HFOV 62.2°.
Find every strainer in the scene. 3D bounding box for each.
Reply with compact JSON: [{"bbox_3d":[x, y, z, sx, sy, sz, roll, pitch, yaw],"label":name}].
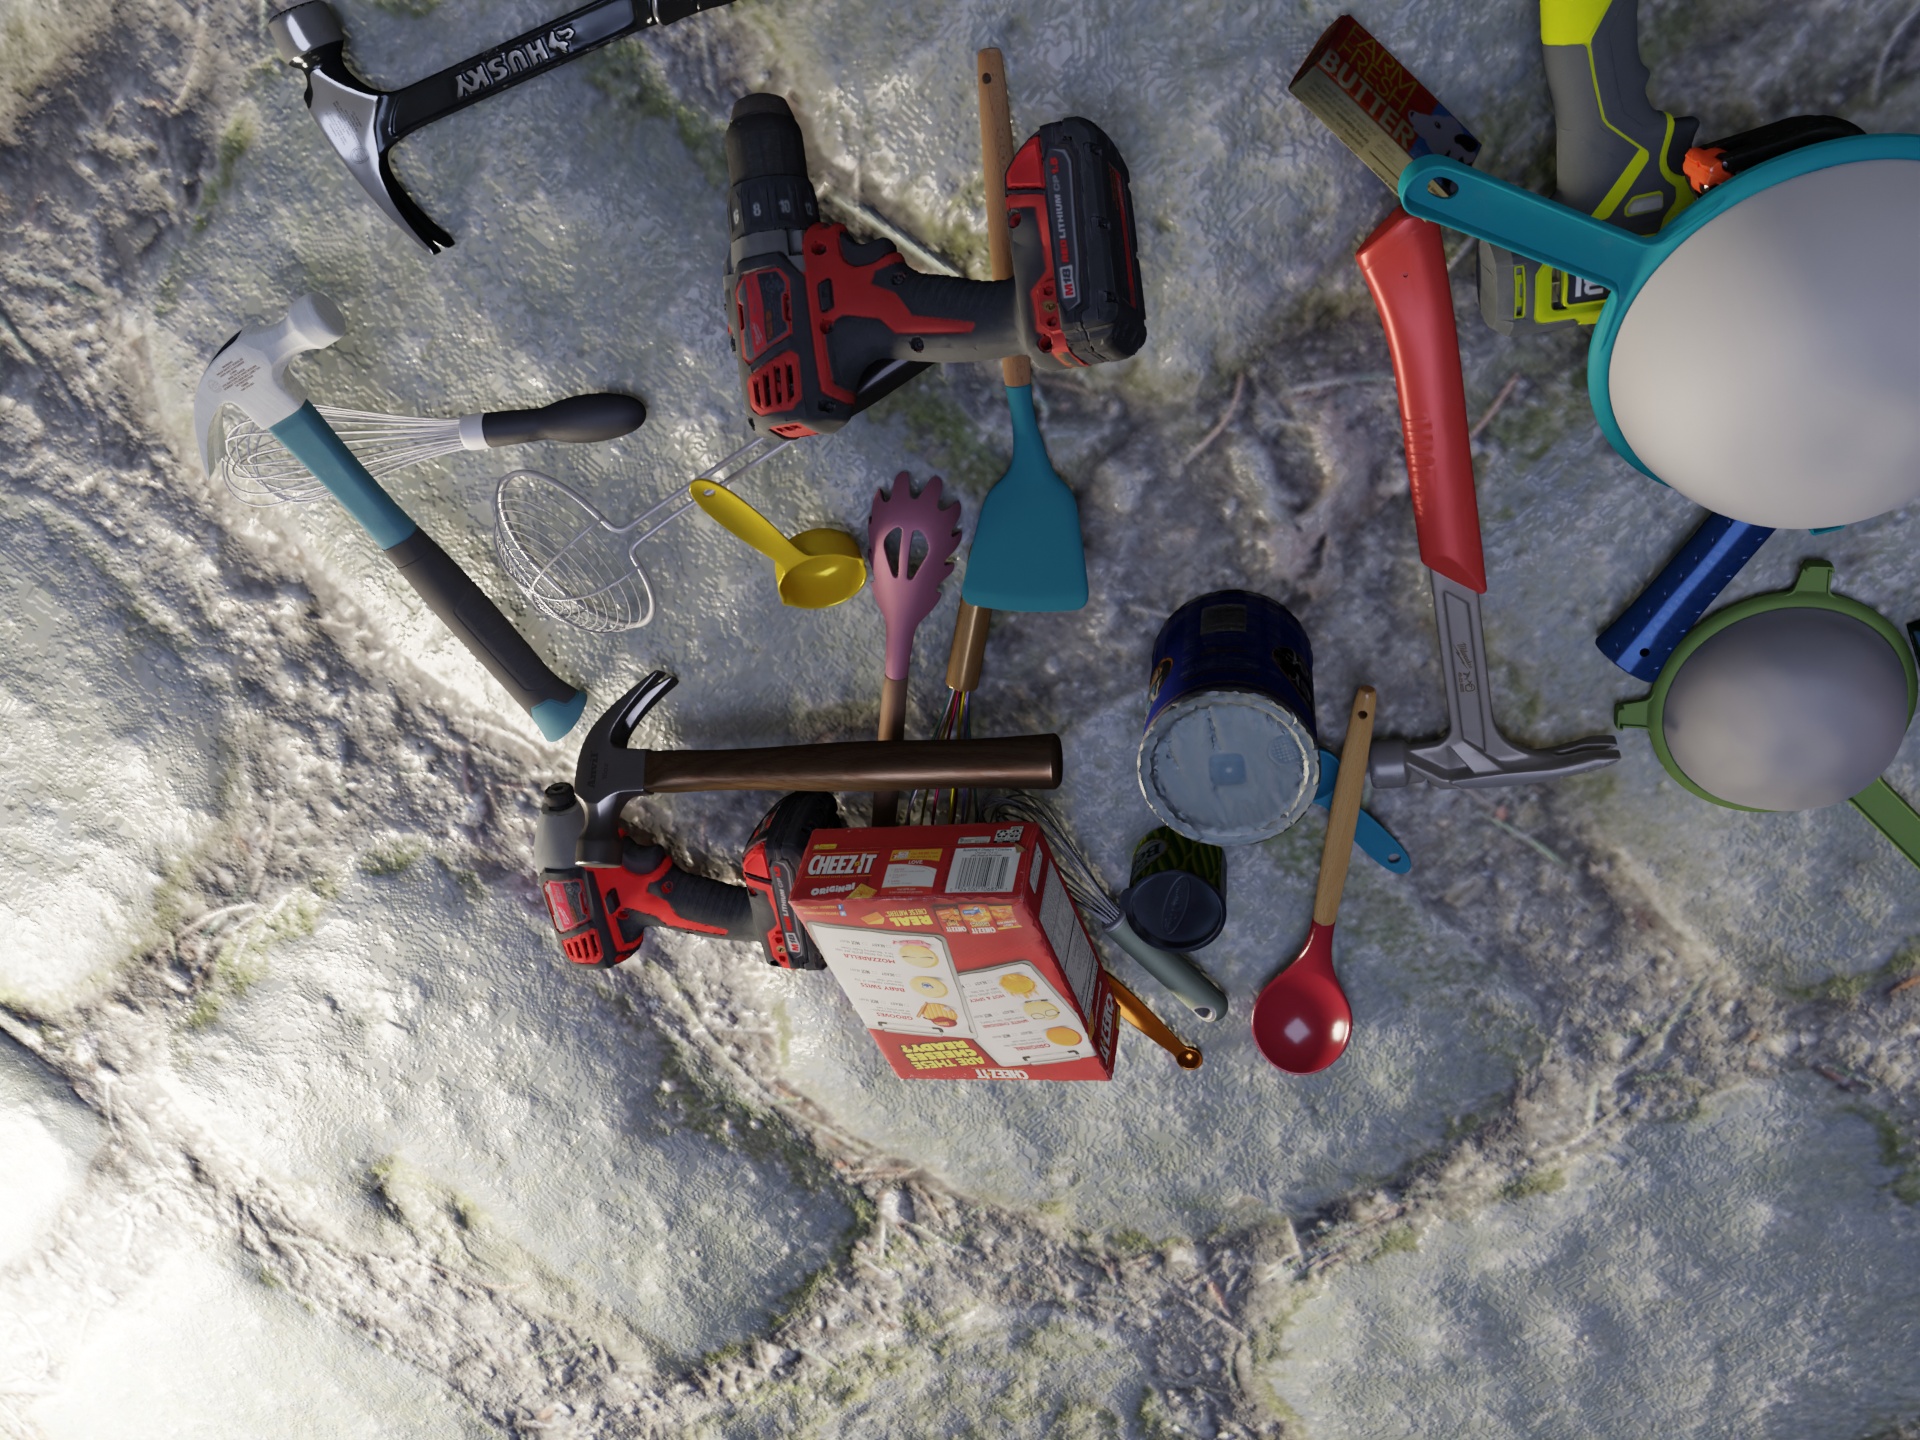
[{"bbox_3d":[0.363,-0.180,0.752,0.340,0.095,0.211,16,137,-14],"label":"strainer"},{"bbox_3d":[0.531,0.037,0.950,0.256,0.069,0.151,41,117,-10],"label":"strainer"}]

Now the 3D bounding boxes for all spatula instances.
[{"bbox_3d":[0.029,-0.218,0.921,0.082,0.044,0.317,5,118,23],"label":"spatula"}]

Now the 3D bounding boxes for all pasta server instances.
[{"bbox_3d":[-0.043,-0.012,1.058,0.060,0.040,0.316,10,123,5],"label":"pasta server"}]

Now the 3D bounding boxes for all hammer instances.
[{"bbox_3d":[-0.346,-0.107,1.010,0.128,0.033,0.330,-24,127,15],"label":"hammer"},{"bbox_3d":[0.293,-0.120,0.927,0.149,0.037,0.358,-7,116,17],"label":"hammer"},{"bbox_3d":[0.485,-0.189,0.856,0.144,0.035,0.405,28,119,-6],"label":"hammer"},{"bbox_3d":[-0.179,-0.386,0.875,0.409,0.036,0.149,-15,116,17],"label":"hammer"},{"bbox_3d":[-0.097,0.028,1.035,0.331,0.031,0.130,-2,78,15],"label":"hammer"}]

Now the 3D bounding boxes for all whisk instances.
[{"bbox_3d":[0.101,0.131,1.097,0.246,0.059,0.058,43,137,-18],"label":"whisk"},{"bbox_3d":[-0.336,-0.180,1.007,0.284,0.070,0.070,-6,117,8],"label":"whisk"},{"bbox_3d":[-0.001,-0.002,1.045,0.051,0.047,0.244,13,116,5],"label":"whisk"}]

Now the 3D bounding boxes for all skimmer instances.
[{"bbox_3d":[-0.136,-0.166,0.973,0.363,0.090,0.127,-29,115,17],"label":"skimmer"}]

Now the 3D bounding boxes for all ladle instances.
[{"bbox_3d":[0.243,0.112,1.054,0.069,0.031,0.315,9,124,11],"label":"ladle"}]

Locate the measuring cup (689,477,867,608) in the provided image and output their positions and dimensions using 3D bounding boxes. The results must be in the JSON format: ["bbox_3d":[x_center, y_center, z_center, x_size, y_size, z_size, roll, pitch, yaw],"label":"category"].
[{"bbox_3d":[-0.114,-0.116,0.967,0.062,0.029,0.156,-27,146,19],"label":"measuring cup"}]

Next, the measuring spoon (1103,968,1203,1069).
[{"bbox_3d":[0.132,0.213,1.156,0.117,0.011,0.021,42,118,-8],"label":"measuring spoon"}]

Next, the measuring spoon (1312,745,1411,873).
[{"bbox_3d":[0.255,0.057,1.047,0.042,0.021,0.128,-37,115,25],"label":"measuring spoon"}]

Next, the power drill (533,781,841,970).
[{"bbox_3d":[-0.195,0.108,1.124,0.220,0.079,0.143,-1,117,14],"label":"power drill"}]

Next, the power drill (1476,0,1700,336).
[{"bbox_3d":[0.349,-0.314,0.793,0.171,0.080,0.223,-7,120,7],"label":"power drill"}]

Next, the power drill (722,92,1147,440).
[{"bbox_3d":[-0.025,-0.259,0.855,0.227,0.080,0.188,-7,91,19],"label":"power drill"}]
